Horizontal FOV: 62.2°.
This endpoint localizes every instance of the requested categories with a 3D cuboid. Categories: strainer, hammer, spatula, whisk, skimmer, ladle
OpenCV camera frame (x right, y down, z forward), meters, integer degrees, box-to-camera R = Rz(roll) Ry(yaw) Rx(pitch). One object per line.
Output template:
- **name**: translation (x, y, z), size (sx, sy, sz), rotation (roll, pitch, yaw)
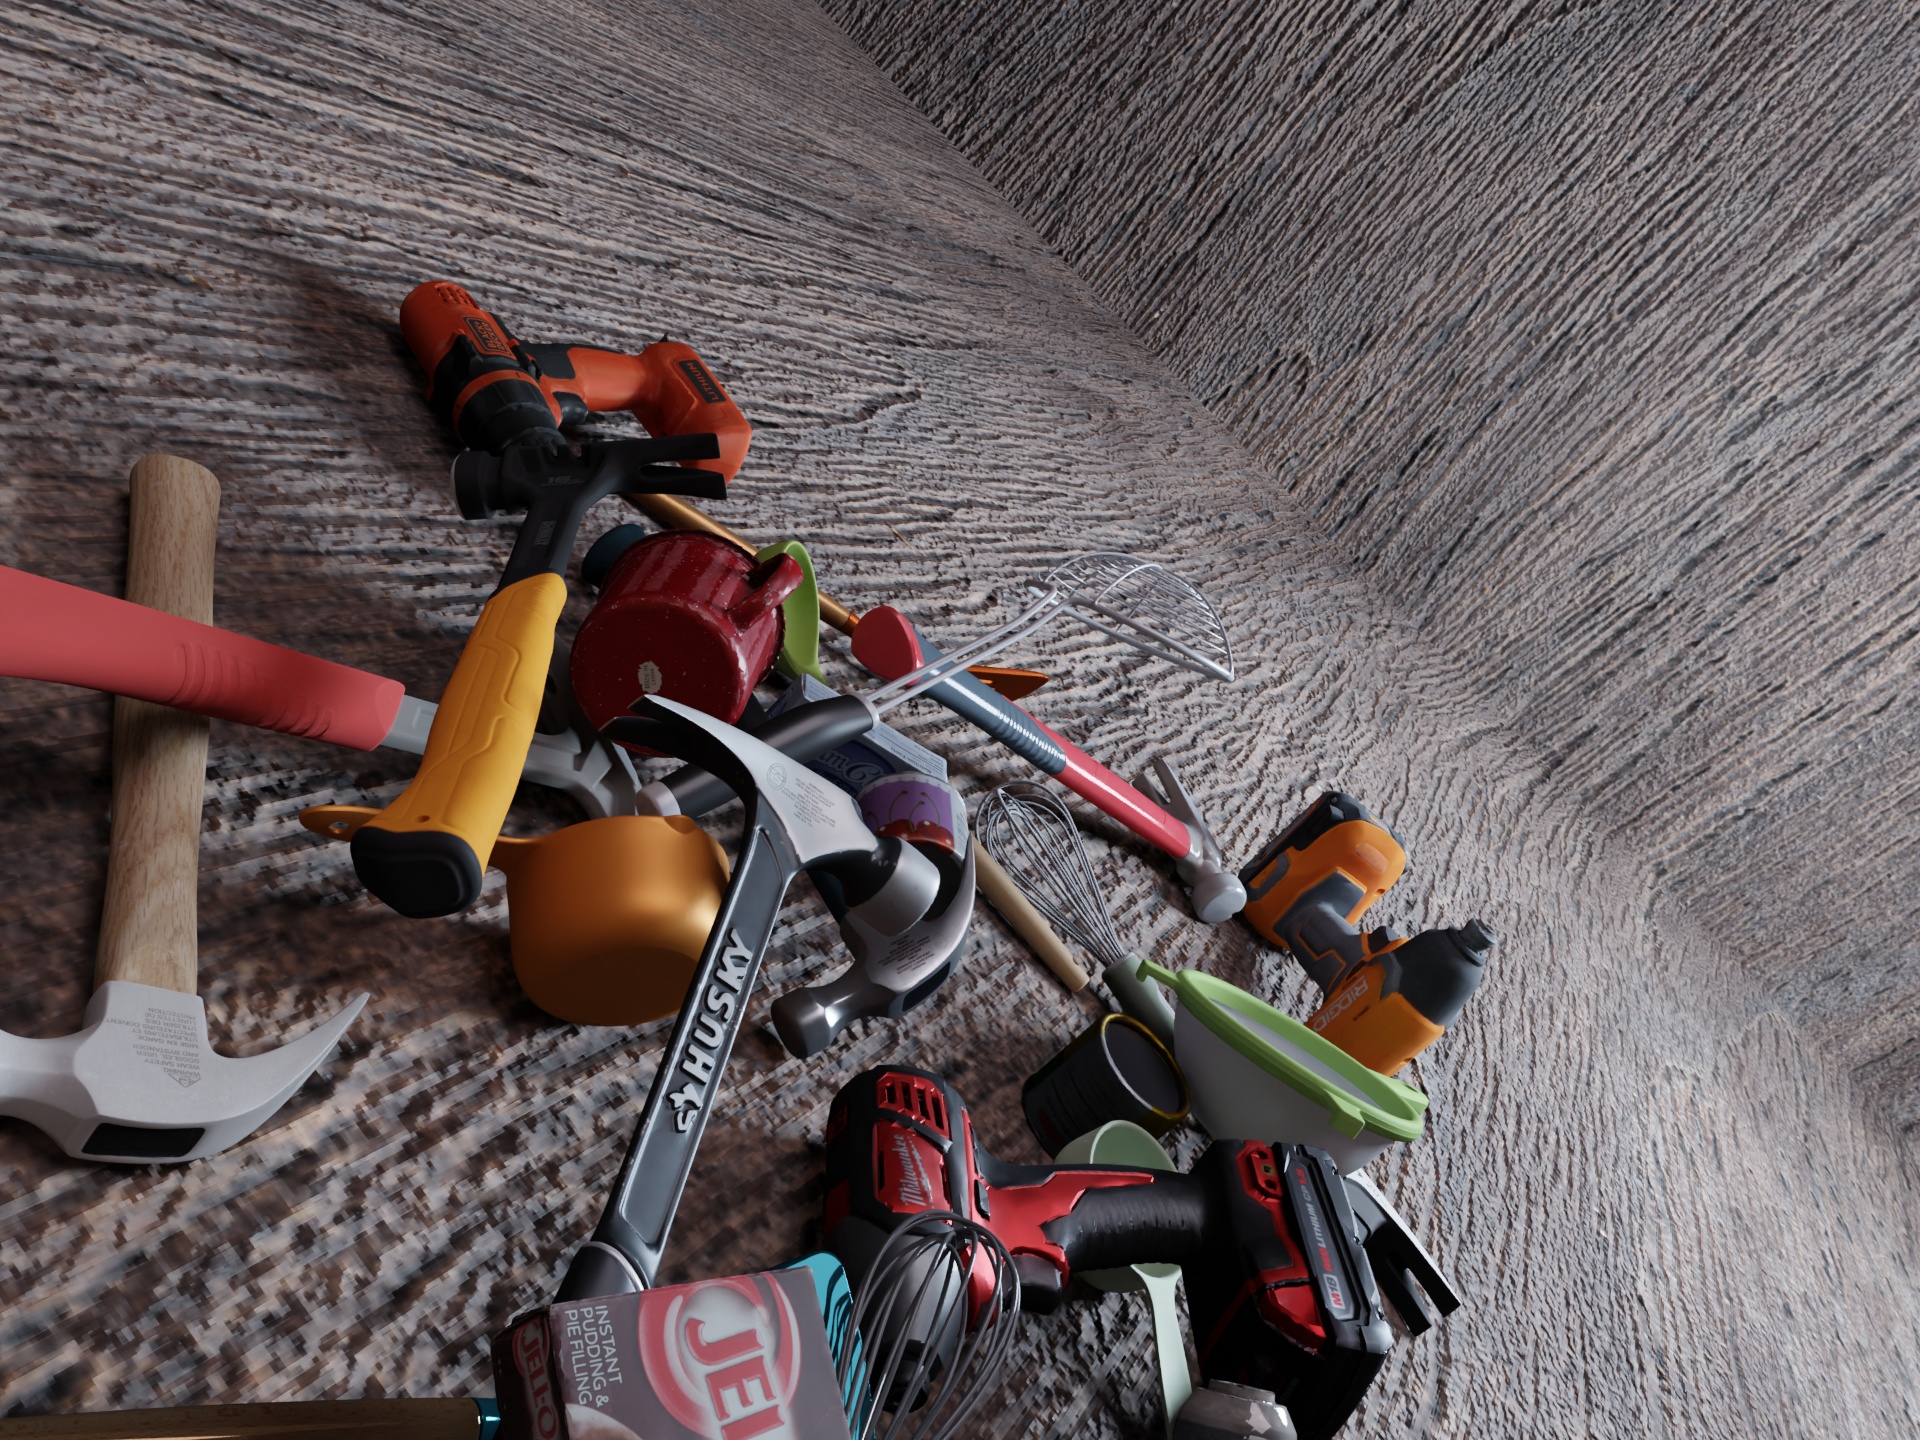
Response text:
- **strainer**: translation (0.196, 0.217, 0.895), size (0.152, 0.069, 0.256), rotation (34, 4, 41)
- **hammer**: translation (-0.107, 0.013, 0.805), size (0.128, 0.033, 0.331), rotation (-23, 57, -26)
- **hammer**: translation (0.178, 0.299, 0.806), size (0.146, 0.035, 0.334), rotation (49, 19, 12)
- **spatula**: translation (-0.092, -0.084, 1.025), size (0.322, 0.081, 0.041), rotation (33, 63, -17)
- **whisk**: translation (-0.038, 0.250, 0.482), size (0.055, 0.055, 0.239), rotation (40, 44, -9)
- **hammer**: translation (0.059, 0.014, 1.050), size (0.385, 0.038, 0.143), rotation (34, 22, -44)
- **hammer**: translation (-0.283, 0.010, 0.568), size (0.130, 0.031, 0.332), rotation (24, 30, -39)
- **skimmer**: translation (-0.001, -0.003, 0.805), size (0.363, 0.090, 0.127), rotation (-28, 38, -35)
- **spatula**: translation (-0.157, 0.196, 0.448), size (0.317, 0.044, 0.082), rotation (18, 48, -43)
- **ladle**: translation (-0.024, 0.027, 0.940), size (0.320, 0.062, 0.078), rotation (49, 13, 5)
- **hammer**: translation (-0.167, -0.037, 0.629), size (0.127, 0.034, 0.337), rotation (-5, 31, -1)
- **hammer**: translation (-0.104, 0.153, 0.490), size (0.149, 0.036, 0.409), rotation (41, 38, -22)
- **whisk**: translation (0.090, 0.139, 0.951), size (0.246, 0.059, 0.057), rotation (54, -3, 13)
- **hammer**: translation (-0.244, -0.016, 0.590), size (0.149, 0.036, 0.358), rotation (56, 14, 24)

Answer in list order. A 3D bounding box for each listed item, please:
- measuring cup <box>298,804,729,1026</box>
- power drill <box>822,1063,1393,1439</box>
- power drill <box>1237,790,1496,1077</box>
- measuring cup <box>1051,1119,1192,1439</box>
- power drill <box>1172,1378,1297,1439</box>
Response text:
- **measuring cup**: translation (-0.162, 0.072, 0.596), size (0.173, 0.095, 0.052), rotation (19, 42, -40)
- **power drill**: translation (0.051, 0.222, 0.642), size (0.219, 0.078, 0.143), rotation (14, 31, -12)
- **power drill**: translation (0.279, 0.146, 1.098), size (0.084, 0.164, 0.227), rotation (35, 22, -19)
- **measuring cup**: translation (0.079, 0.271, 0.733), size (0.083, 0.038, 0.168), rotation (23, 48, -42)
- **power drill**: translation (0.134, 0.338, 0.553), size (0.226, 0.084, 0.185), rotation (26, 66, -36)
